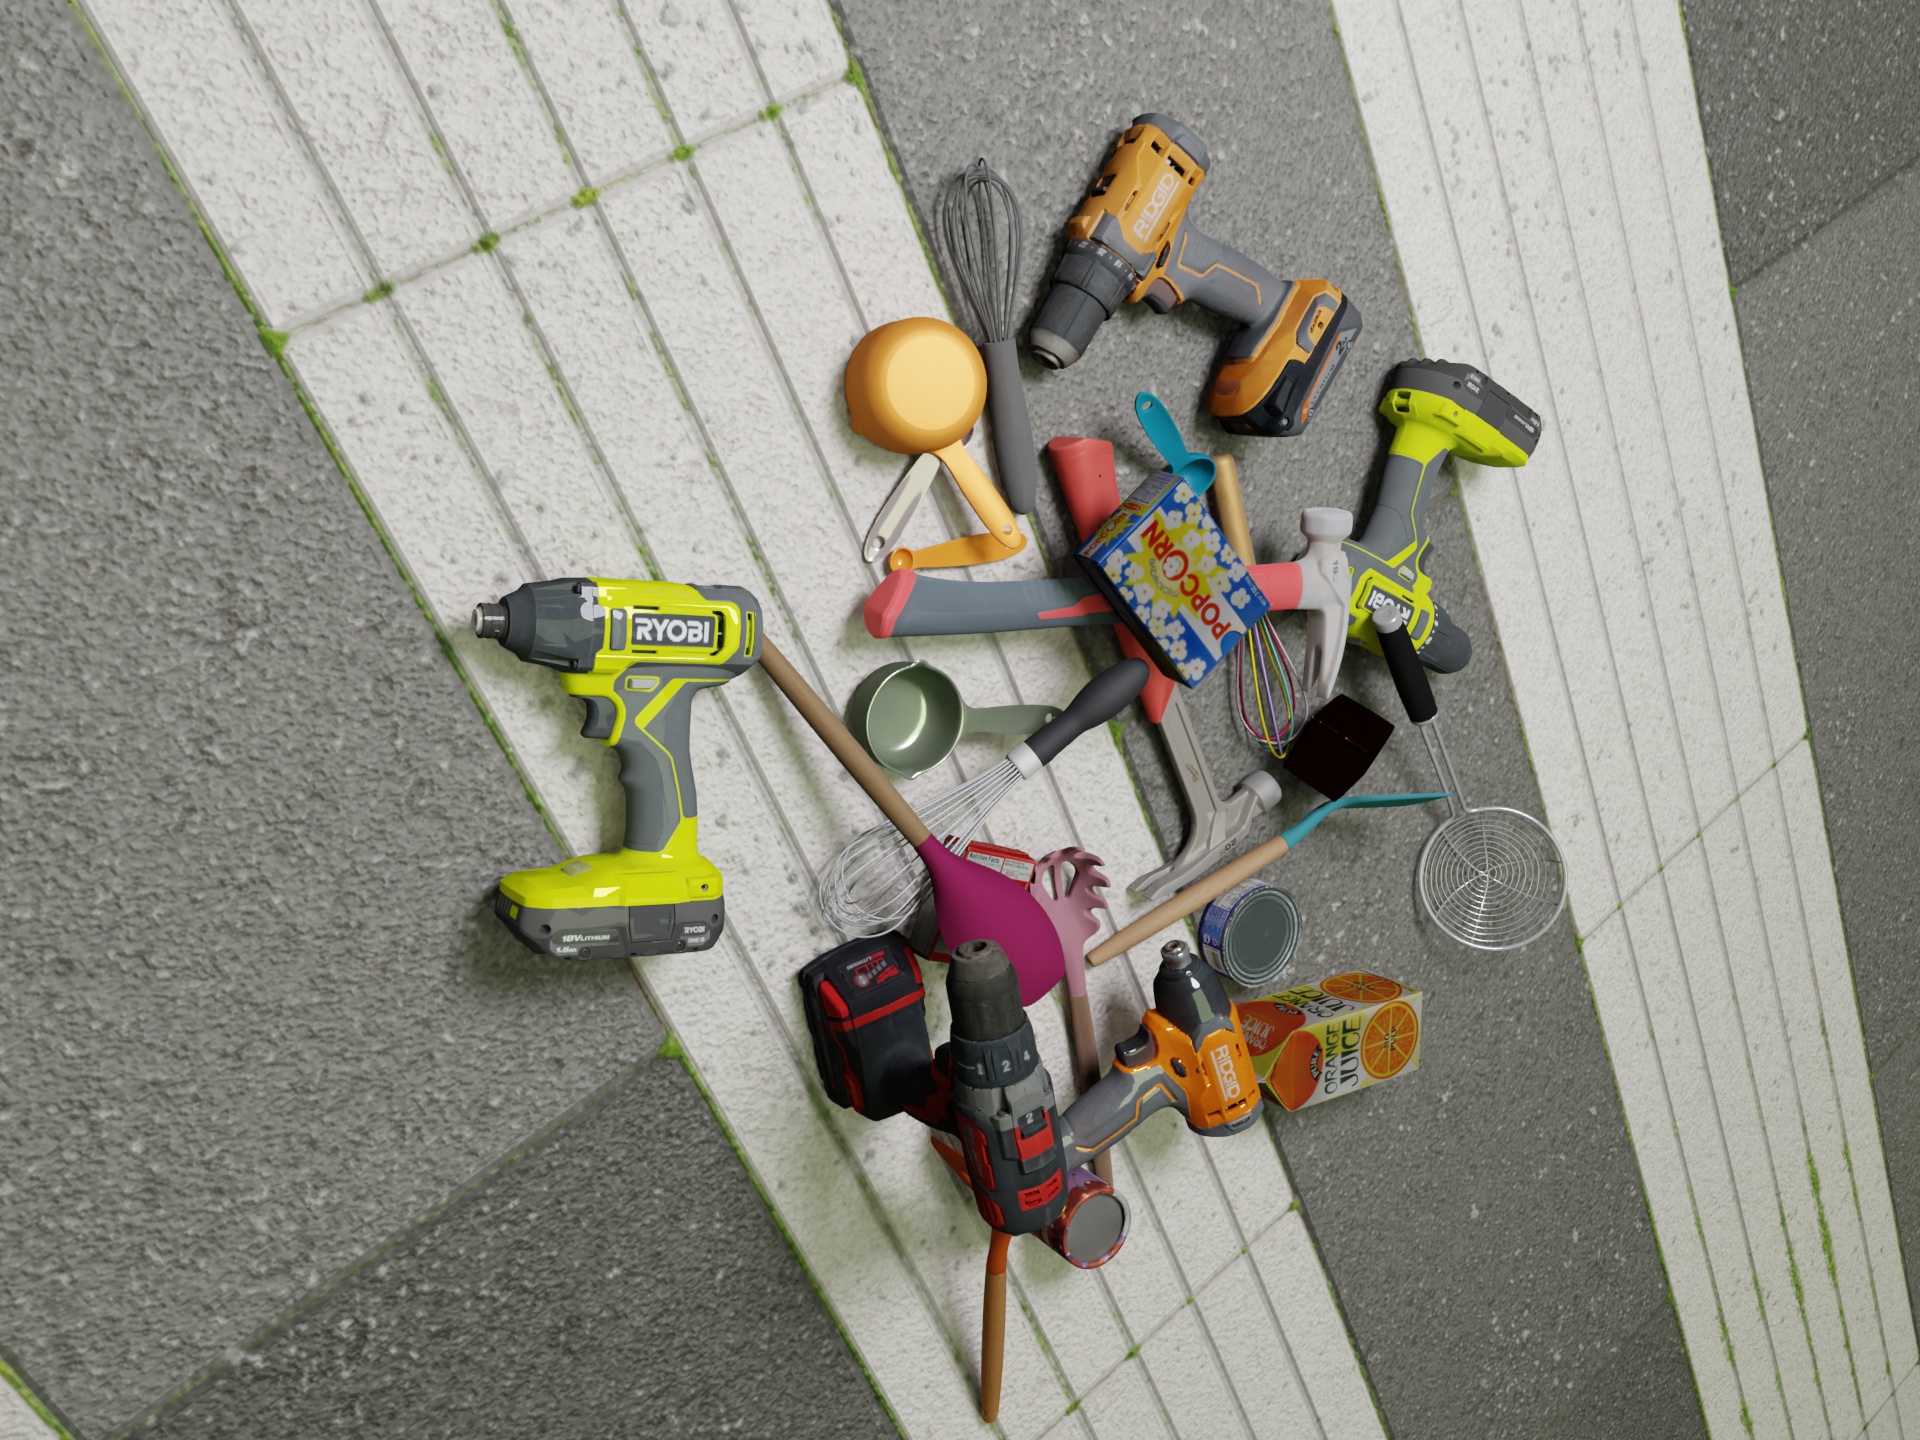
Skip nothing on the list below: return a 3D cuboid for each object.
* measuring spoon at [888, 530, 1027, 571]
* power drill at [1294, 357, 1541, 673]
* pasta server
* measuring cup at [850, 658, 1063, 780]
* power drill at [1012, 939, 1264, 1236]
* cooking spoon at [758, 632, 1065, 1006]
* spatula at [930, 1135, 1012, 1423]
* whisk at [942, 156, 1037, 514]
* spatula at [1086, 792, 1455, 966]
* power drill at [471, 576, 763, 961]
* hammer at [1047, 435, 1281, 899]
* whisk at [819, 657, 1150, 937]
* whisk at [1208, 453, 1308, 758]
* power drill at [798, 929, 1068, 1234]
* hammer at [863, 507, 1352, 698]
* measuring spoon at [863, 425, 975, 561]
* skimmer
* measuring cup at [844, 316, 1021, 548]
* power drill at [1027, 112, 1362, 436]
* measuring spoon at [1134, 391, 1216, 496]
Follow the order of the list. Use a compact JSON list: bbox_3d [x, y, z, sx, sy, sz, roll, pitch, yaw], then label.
[{"bbox_3d":[-0.002,-0.117,1.104,0.117,0.011,0.021,-13,108,-33],"label":"measuring spoon"},{"bbox_3d":[0.381,-0.159,1.296,0.190,0.080,0.228,23,91,-32],"label":"power drill"},{"bbox_3d":[0.096,0.237,1.221,0.060,0.040,0.316,-13,109,-12],"label":"pasta server"},{"bbox_3d":[-0.002,-0.004,1.110,0.167,0.038,0.083,0,100,-34],"label":"measuring cup"},{"bbox_3d":[0.107,0.266,1.181,0.226,0.084,0.164,-23,113,-11],"label":"power drill"},{"bbox_3d":[-0.041,0.059,1.042,0.069,0.017,0.319,-41,97,-11],"label":"cooking spoon"},{"bbox_3d":[0.019,0.420,1.161,0.041,0.081,0.322,-32,136,-39],"label":"spatula"},{"bbox_3d":[0.027,-0.254,1.071,0.055,0.055,0.238,-21,114,-27],"label":"whisk"},{"bbox_3d":[0.240,0.119,1.257,0.317,0.082,0.044,-29,87,-11],"label":"spatula"},{"bbox_3d":[-0.212,0.026,0.963,0.171,0.080,0.223,1,96,-33],"label":"power drill"},{"bbox_3d":[0.133,-0.044,1.187,0.149,0.037,0.358,-34,117,-22],"label":"hammer"},{"bbox_3d":[0.019,0.048,1.092,0.284,0.070,0.070,-38,118,-6],"label":"whisk"},{"bbox_3d":[0.226,-0.087,1.235,0.047,0.051,0.245,-21,105,-25],"label":"whisk"},{"bbox_3d":[-0.018,0.206,1.028,0.080,0.227,0.187,-20,111,-28],"label":"power drill"},{"bbox_3d":[0.115,-0.071,1.125,0.386,0.038,0.143,-6,107,-26],"label":"hammer"},{"bbox_3d":[-0.032,-0.161,1.074,0.034,0.018,0.124,32,89,-20],"label":"measuring spoon"},{"bbox_3d":[0.412,0.053,1.321,0.127,0.090,0.362,-26,129,9],"label":"skimmer"},{"bbox_3d":[-0.003,-0.184,1.040,0.095,0.052,0.173,-38,105,-10],"label":"measuring cup"},{"bbox_3d":[0.162,-0.287,1.131,0.226,0.084,0.185,33,84,-29],"label":"power drill"},{"bbox_3d":[0.149,-0.203,1.150,0.042,0.021,0.128,-37,143,7],"label":"measuring spoon"}]
